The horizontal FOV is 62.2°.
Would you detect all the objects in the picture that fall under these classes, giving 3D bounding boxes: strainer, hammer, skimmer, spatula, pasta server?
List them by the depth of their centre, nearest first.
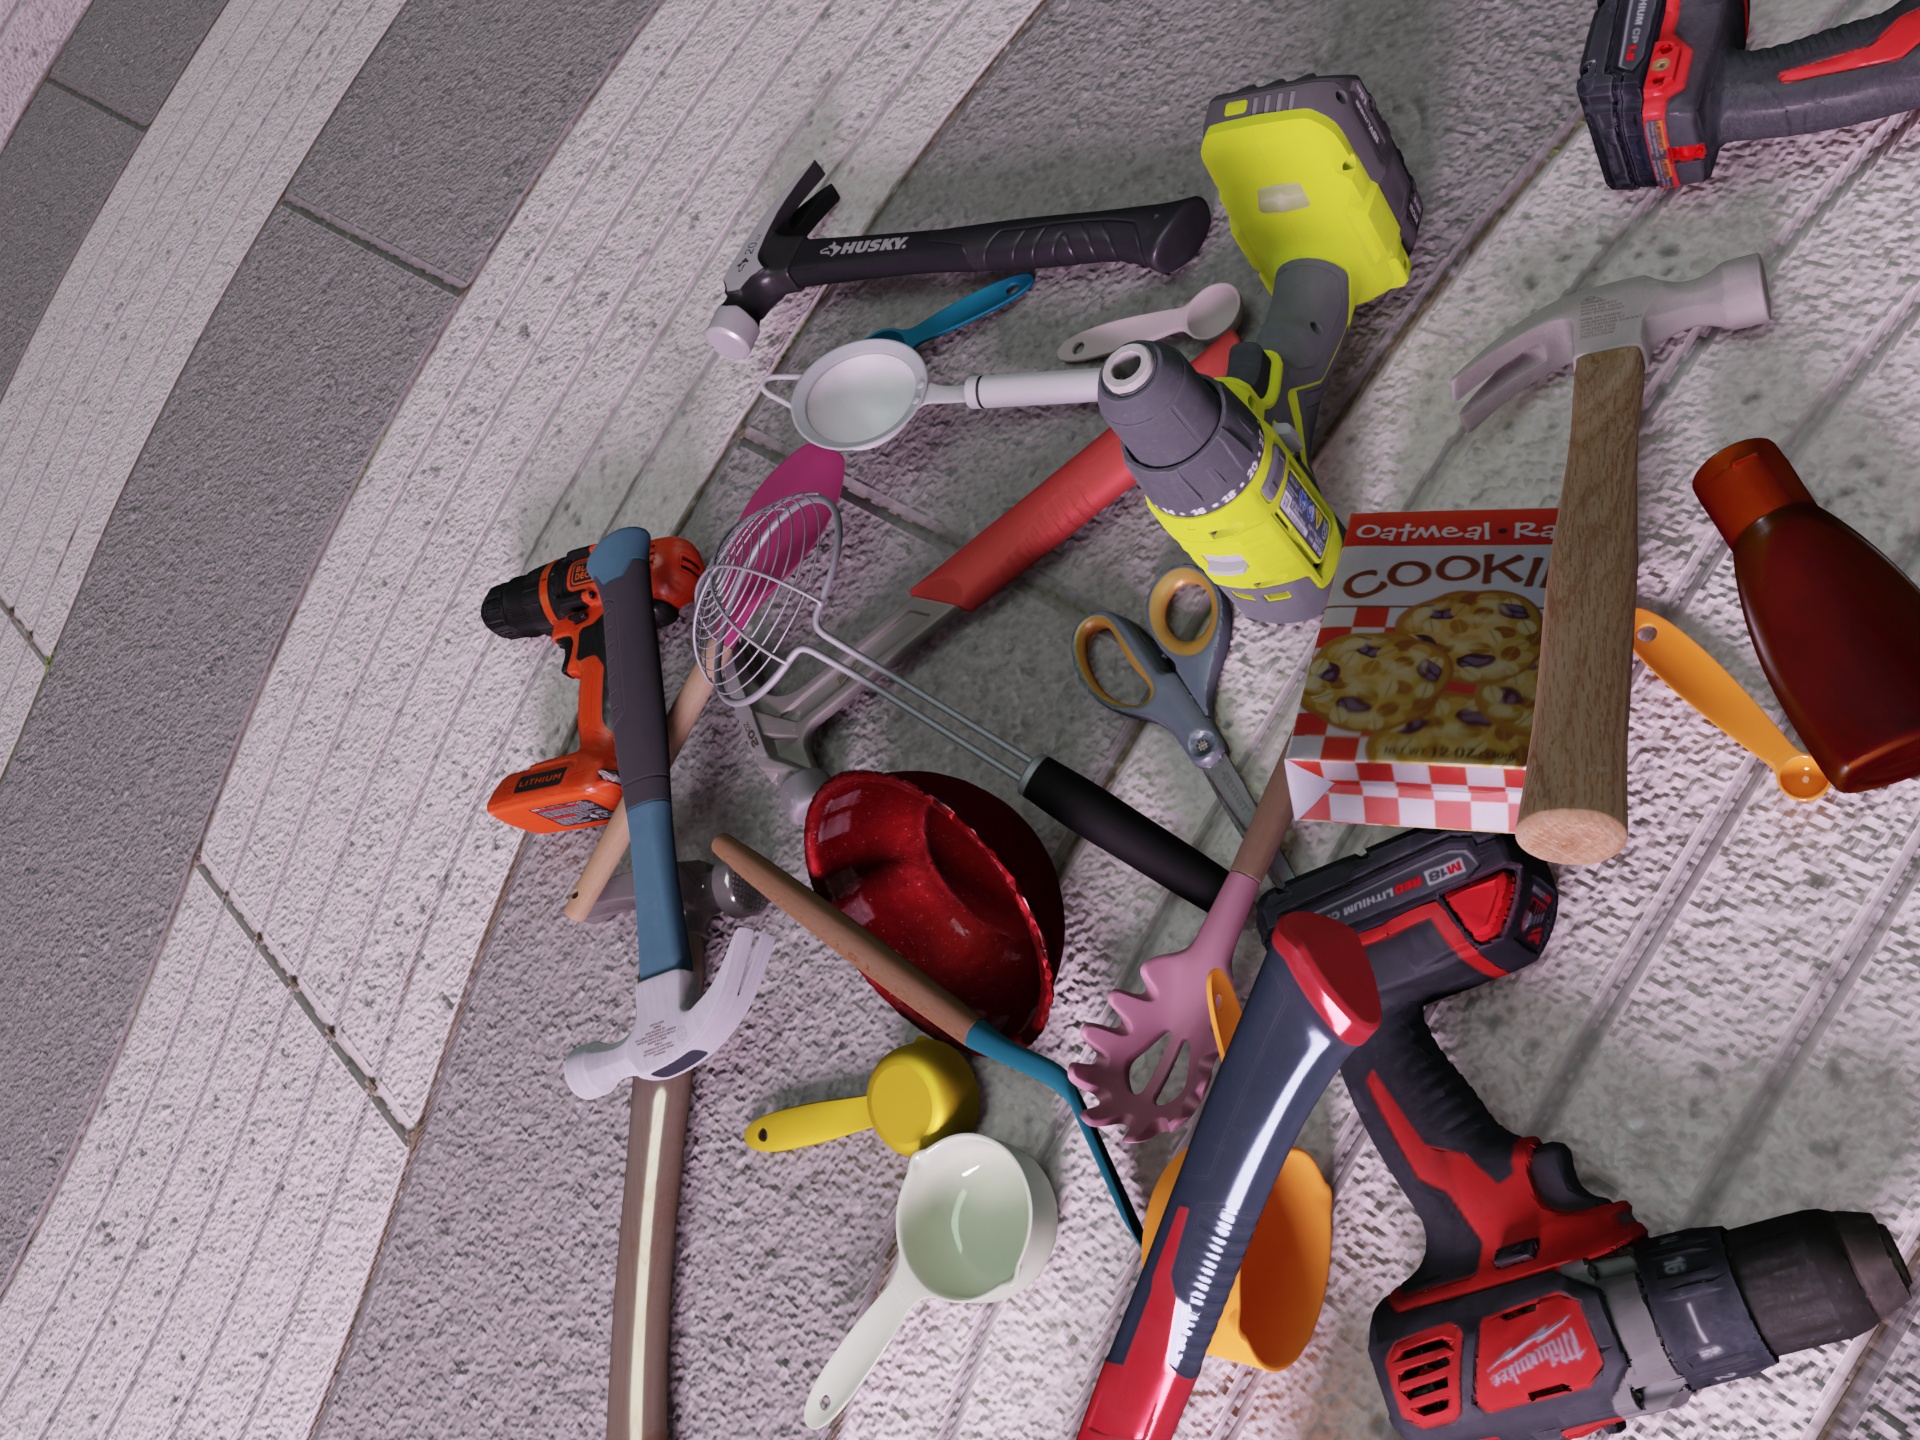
[{"bbox_3d":[0.063,0.240,0.619,0.143,0.038,0.386,32,115,38],"label":"hammer"},{"bbox_3d":[0.252,-0.077,0.636,0.130,0.031,0.331,-7,42,32],"label":"hammer"},{"bbox_3d":[0.139,0.045,0.722,0.060,0.040,0.316,20,75,29],"label":"pasta server"},{"bbox_3d":[-0.019,0.144,0.764,0.318,0.082,0.044,32,74,31],"label":"spatula"},{"bbox_3d":[-0.001,-0.003,0.834,0.363,0.090,0.127,32,98,21],"label":"skimmer"},{"bbox_3d":[-0.177,0.280,0.870,0.146,0.038,0.411,-15,63,32],"label":"hammer"},{"bbox_3d":[0.014,-0.096,0.893,0.359,0.036,0.149,-38,54,17],"label":"hammer"},{"bbox_3d":[-0.181,0.038,0.911,0.128,0.033,0.331,-21,64,22],"label":"hammer"},{"bbox_3d":[0.003,-0.189,0.929,0.258,0.050,0.087,2,61,26],"label":"strainer"},{"bbox_3d":[-0.004,-0.294,0.980,0.335,0.035,0.146,6,64,34],"label":"hammer"}]

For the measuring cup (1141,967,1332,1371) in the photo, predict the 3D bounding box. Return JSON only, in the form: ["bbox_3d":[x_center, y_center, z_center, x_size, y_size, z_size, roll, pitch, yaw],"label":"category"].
[{"bbox_3d":[0.102,0.179,0.648,0.052,0.095,0.173,-4,107,37],"label":"measuring cup"}]

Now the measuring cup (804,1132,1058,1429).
[{"bbox_3d":[-0.016,0.273,0.759,0.083,0.038,0.167,41,99,39],"label":"measuring cup"}]

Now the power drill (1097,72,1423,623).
[{"bbox_3d":[0.140,-0.182,0.745,0.080,0.190,0.229,4,69,36],"label":"power drill"}]

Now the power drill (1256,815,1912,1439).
[{"bbox_3d":[0.226,0.151,0.616,0.188,0.080,0.227,-27,60,24],"label":"power drill"}]

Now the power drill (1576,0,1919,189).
[{"bbox_3d":[0.396,-0.304,0.687,0.220,0.078,0.143,10,77,35],"label":"power drill"}]

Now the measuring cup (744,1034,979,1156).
[{"bbox_3d":[-0.060,0.204,0.817,0.156,0.029,0.062,-21,76,31],"label":"measuring cup"}]

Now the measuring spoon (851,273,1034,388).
[{"bbox_3d":[-0.009,-0.240,0.986,0.128,0.021,0.042,-24,54,15],"label":"measuring spoon"}]

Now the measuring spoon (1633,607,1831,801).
[{"bbox_3d":[0.316,-0.008,0.661,0.021,0.011,0.117,-40,49,10],"label":"measuring spoon"}]

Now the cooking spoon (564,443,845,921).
[{"bbox_3d":[-0.155,-0.023,0.949,0.069,0.017,0.319,26,87,38],"label":"cooking spoon"}]

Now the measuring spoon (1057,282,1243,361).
[{"bbox_3d":[0.107,-0.217,0.895,0.124,0.018,0.034,-4,69,41],"label":"measuring spoon"}]
